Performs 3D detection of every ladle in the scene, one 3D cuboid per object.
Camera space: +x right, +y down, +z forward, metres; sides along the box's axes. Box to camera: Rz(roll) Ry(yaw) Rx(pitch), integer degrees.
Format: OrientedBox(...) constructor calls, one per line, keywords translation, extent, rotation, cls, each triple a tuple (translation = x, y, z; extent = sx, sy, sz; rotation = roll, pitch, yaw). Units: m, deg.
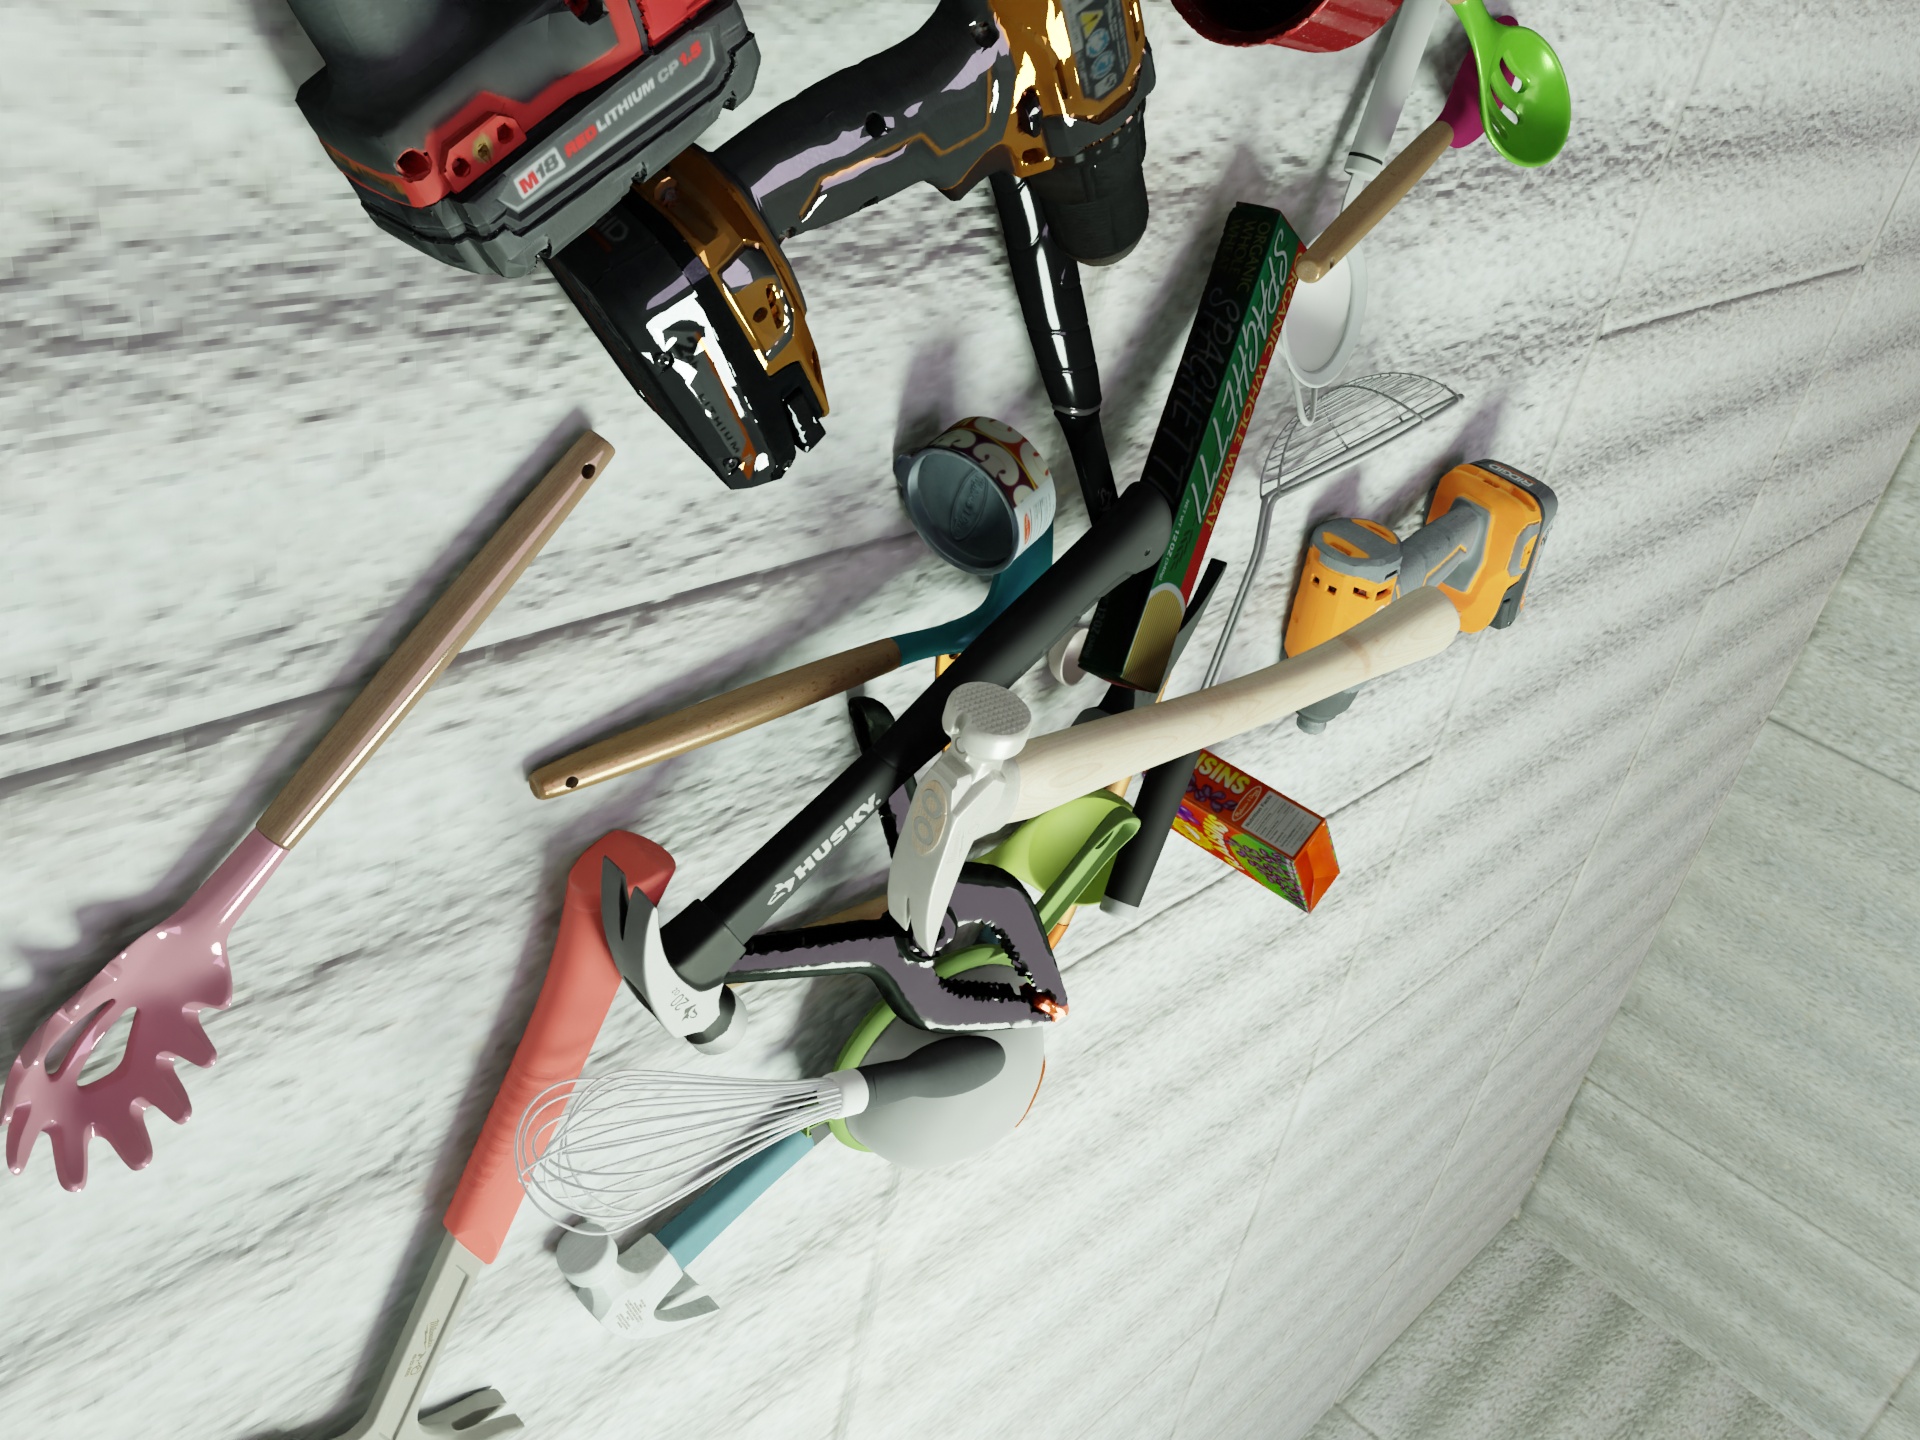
OrientedBox(translation=(-0.015, 0.104, 0.890), extent=(0.320, 0.062, 0.078), rotation=(-17, 122, -41), cls="ladle")

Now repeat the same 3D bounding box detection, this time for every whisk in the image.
OrientedBox(translation=(-0.082, 0.187, 0.764), extent=(0.284, 0.070, 0.070), rotation=(-2, 120, -43), cls="whisk")

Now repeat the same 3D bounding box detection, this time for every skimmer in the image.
OrientedBox(translation=(0.187, -0.042, 0.942), extent=(0.127, 0.090, 0.363), rotation=(-162, -86, -83), cls="skimmer")

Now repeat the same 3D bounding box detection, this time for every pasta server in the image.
OrientedBox(translation=(-0.223, 0.023, 0.563), extent=(0.316, 0.040, 0.060), rotation=(-53, 136, -8), cls="pasta server")

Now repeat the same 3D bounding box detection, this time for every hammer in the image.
OrientedBox(translation=(0.133, 0.002, 0.843), extent=(0.410, 0.038, 0.146), rotation=(-18, 140, -39), cls="hammer")
OrientedBox(translation=(0.065, -0.144, 0.782), extent=(0.149, 0.036, 0.408), rotation=(-55, 147, -25), cls="hammer")
OrientedBox(translation=(-0.211, 0.214, 0.748), extent=(0.149, 0.037, 0.359), rotation=(7, 113, -55), cls="hammer")
OrientedBox(translation=(-0.082, 0.231, 0.933), extent=(0.331, 0.033, 0.128), rotation=(-39, 143, -25), cls="hammer")
OrientedBox(translation=(-0.024, 0.008, 0.726), extent=(0.335, 0.035, 0.146), rotation=(-44, 151, -13), cls="hammer")

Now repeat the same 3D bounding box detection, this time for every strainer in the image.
OrientedBox(translation=(0.033, 0.166, 0.907), extent=(0.256, 0.069, 0.151), rotation=(-52, 143, 6), cls="strainer")
OrientedBox(translation=(0.212, -0.289, 0.855), extent=(0.086, 0.050, 0.258), rotation=(2, 111, -50), cls="strainer")

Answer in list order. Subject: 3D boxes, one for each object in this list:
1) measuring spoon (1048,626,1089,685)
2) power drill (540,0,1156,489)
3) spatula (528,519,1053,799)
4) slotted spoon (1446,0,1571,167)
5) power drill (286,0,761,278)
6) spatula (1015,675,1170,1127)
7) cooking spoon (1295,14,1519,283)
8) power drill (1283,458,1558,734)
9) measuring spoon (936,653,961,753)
OrientedBox(translation=(0.083, -0.040, 0.933), extent=(0.124, 0.018, 0.034), rotation=(-5, 113, -59), cls="measuring spoon")
OrientedBox(translation=(-0.022, -0.185, 0.571), extent=(0.226, 0.084, 0.185), rotation=(-41, 152, -6), cls="power drill")
OrientedBox(translation=(-0.059, -0.026, 0.746), extent=(0.317, 0.044, 0.082), rotation=(-22, 127, -34), cls="spatula")
OrientedBox(translation=(0.240, -0.381, 0.789), extent=(0.313, 0.031, 0.070), rotation=(29, 81, -48), cls="slotted spoon")
OrientedBox(translation=(-0.134, -0.253, 0.405), extent=(0.188, 0.080, 0.226), rotation=(-46, 143, -16), cls="power drill")
OrientedBox(translation=(0.081, 0.112, 1.034), extent=(0.081, 0.041, 0.322), rotation=(-37, 149, -69), cls="spatula")
OrientedBox(translation=(0.248, -0.304, 0.850), extent=(0.319, 0.017, 0.068), rotation=(-47, 147, -38), cls="cooking spoon")
OrientedBox(translation=(0.318, -0.086, 1.137), extent=(0.226, 0.084, 0.164), rotation=(-25, 137, -33), cls="power drill")
OrientedBox(translation=(-0.001, -0.003, 0.852), extent=(0.021, 0.011, 0.116), rotation=(-34, 141, -31), cls="measuring spoon")
